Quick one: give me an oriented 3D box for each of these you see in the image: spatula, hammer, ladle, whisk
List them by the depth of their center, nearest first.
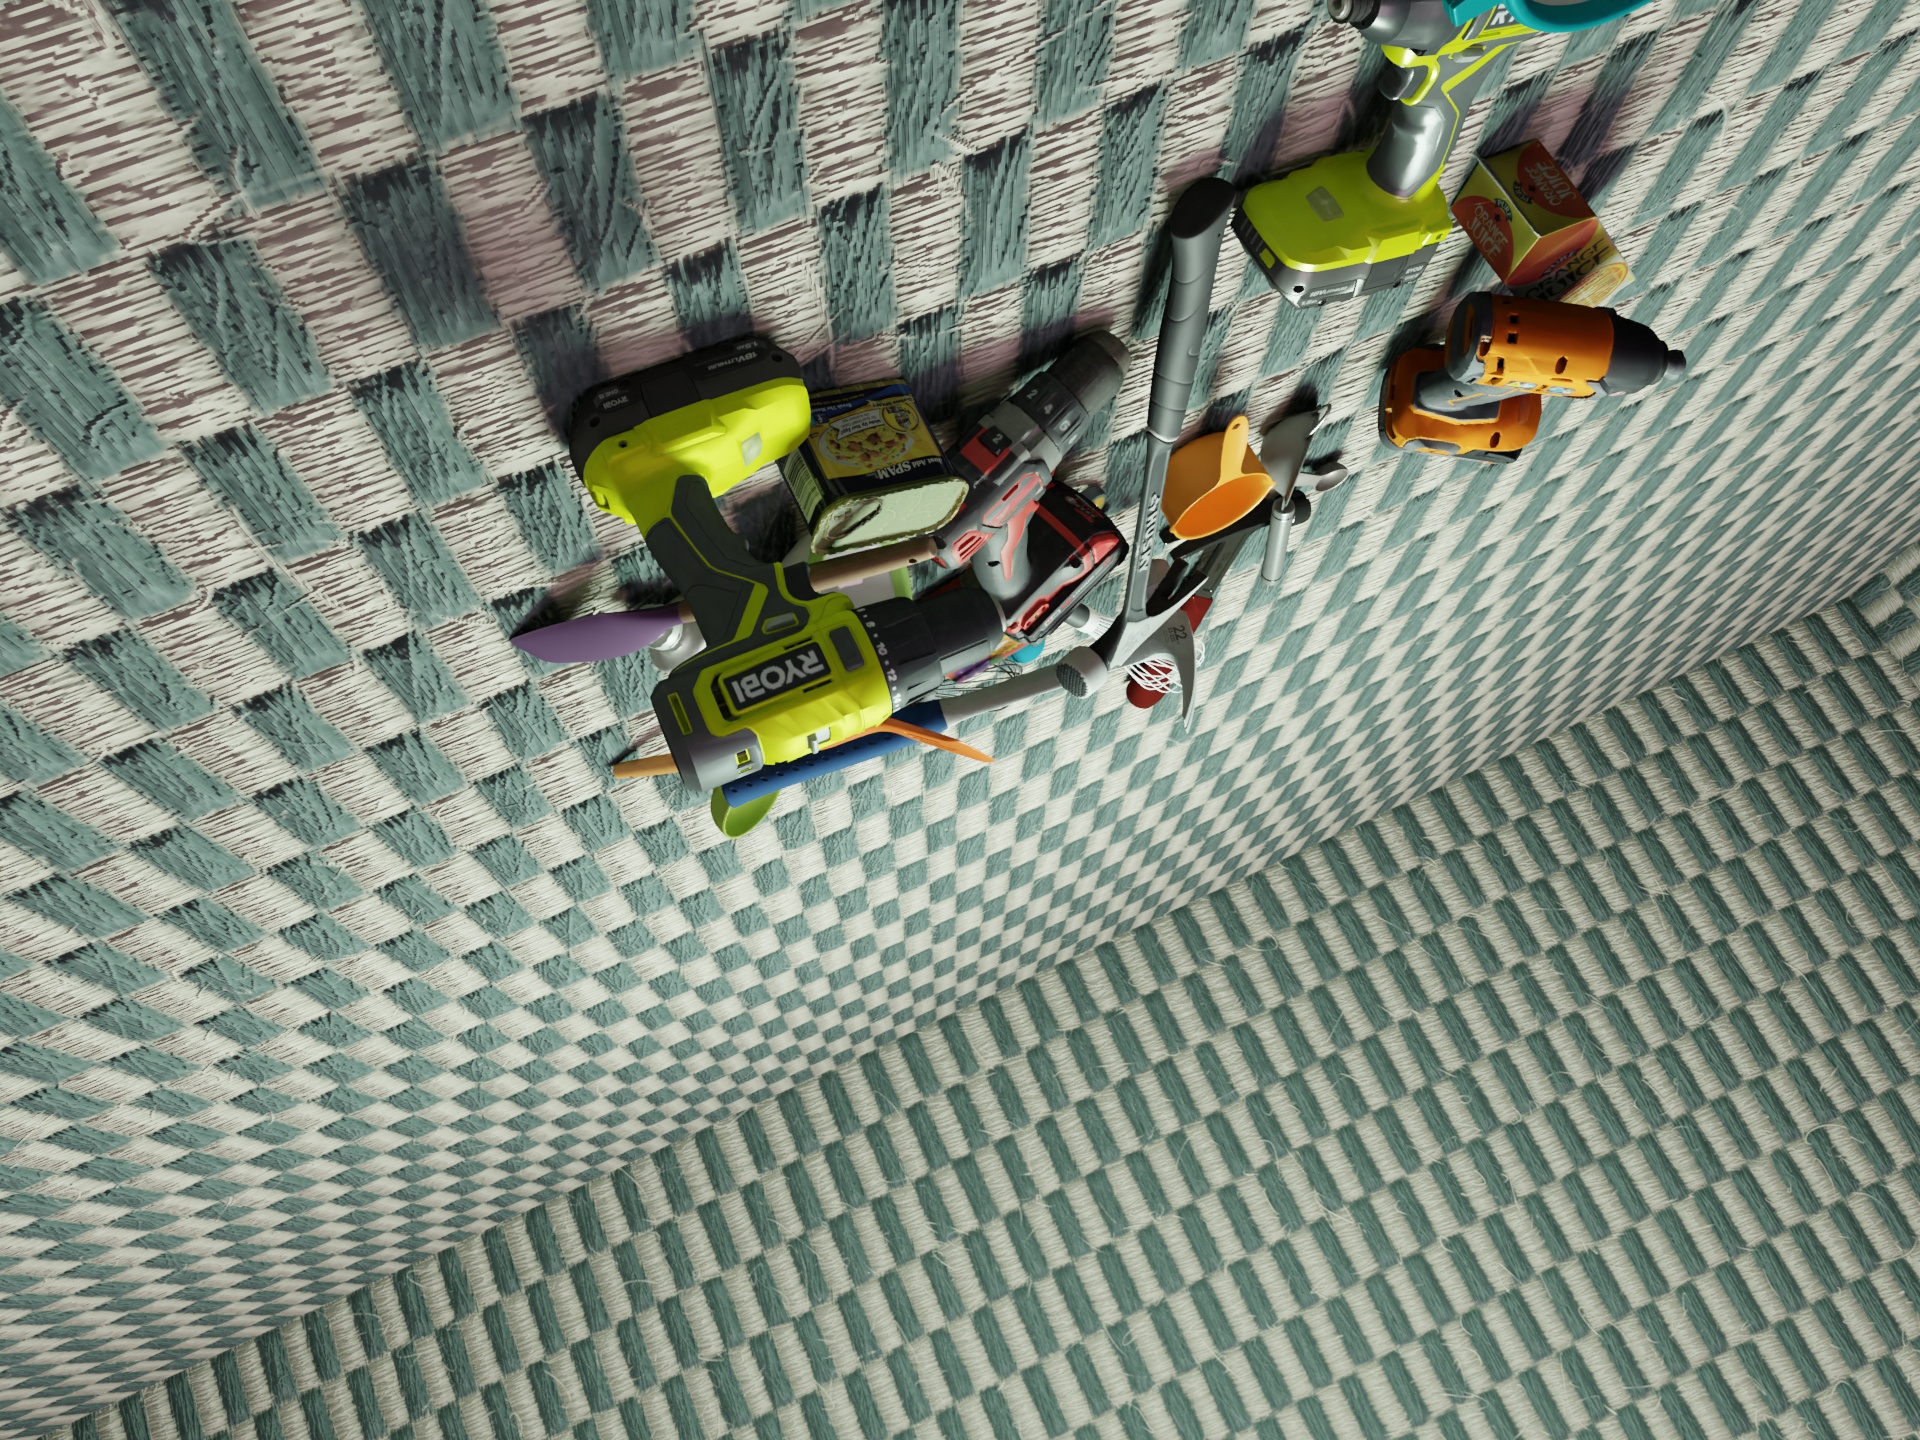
[{"bbox_3d":[-0.153,-0.074,1.011,0.316,0.018,0.059,-12,155,27],"label":"spatula"},{"bbox_3d":[0.141,-0.185,1.092,0.149,0.036,0.408,-39,153,-28],"label":"hammer"},{"bbox_3d":[-0.134,0.028,1.260,0.322,0.041,0.081,-8,165,19],"label":"spatula"},{"bbox_3d":[-0.002,-0.004,1.300,0.405,0.144,0.035,-18,158,5],"label":"hammer"},{"bbox_3d":[-0.077,0.030,1.399,0.320,0.062,0.078,-19,166,15],"label":"ladle"},{"bbox_3d":[-0.032,-0.030,1.407,0.239,0.055,0.055,-5,152,-41],"label":"whisk"},{"bbox_3d":[0.129,-0.081,1.420,0.070,0.070,0.284,-37,145,27],"label":"whisk"},{"bbox_3d":[0.216,-0.102,1.556,0.149,0.037,0.359,-20,160,-19],"label":"hammer"}]

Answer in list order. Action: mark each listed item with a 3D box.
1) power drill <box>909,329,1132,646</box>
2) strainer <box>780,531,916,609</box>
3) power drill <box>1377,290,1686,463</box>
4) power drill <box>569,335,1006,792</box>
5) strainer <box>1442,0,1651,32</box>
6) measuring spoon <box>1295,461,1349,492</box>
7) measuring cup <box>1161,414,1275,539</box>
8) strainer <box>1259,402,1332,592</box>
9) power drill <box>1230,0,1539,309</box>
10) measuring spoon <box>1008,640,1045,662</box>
[{"bbox_3d":[0.057,-0.159,1.112,0.188,0.080,0.226,-46,159,-1],"label":"power drill"},{"bbox_3d":[-0.074,-0.076,1.161,0.069,0.151,0.256,-1,180,22],"label":"strainer"},{"bbox_3d":[0.419,-0.253,1.189,0.164,0.084,0.226,7,177,-3],"label":"power drill"},{"bbox_3d":[-0.100,-0.092,0.870,0.190,0.229,0.080,-22,161,-12],"label":"power drill"},{"bbox_3d":[0.335,-0.465,0.677,0.211,0.095,0.340,-19,158,-28],"label":"strainer"},{"bbox_3d":[0.291,-0.217,1.393,0.124,0.018,0.034,-4,152,-35],"label":"measuring spoon"},{"bbox_3d":[0.196,-0.206,1.236,0.095,0.052,0.173,-24,159,-6],"label":"measuring cup"},{"bbox_3d":[0.273,-0.185,1.354,0.050,0.087,0.258,15,152,13],"label":"strainer"},{"bbox_3d":[0.246,-0.346,0.902,0.171,0.080,0.223,-19,156,-23],"label":"power drill"},{"bbox_3d":[0.069,-0.084,1.431,0.042,0.021,0.128,-20,160,-19],"label":"measuring spoon"}]
